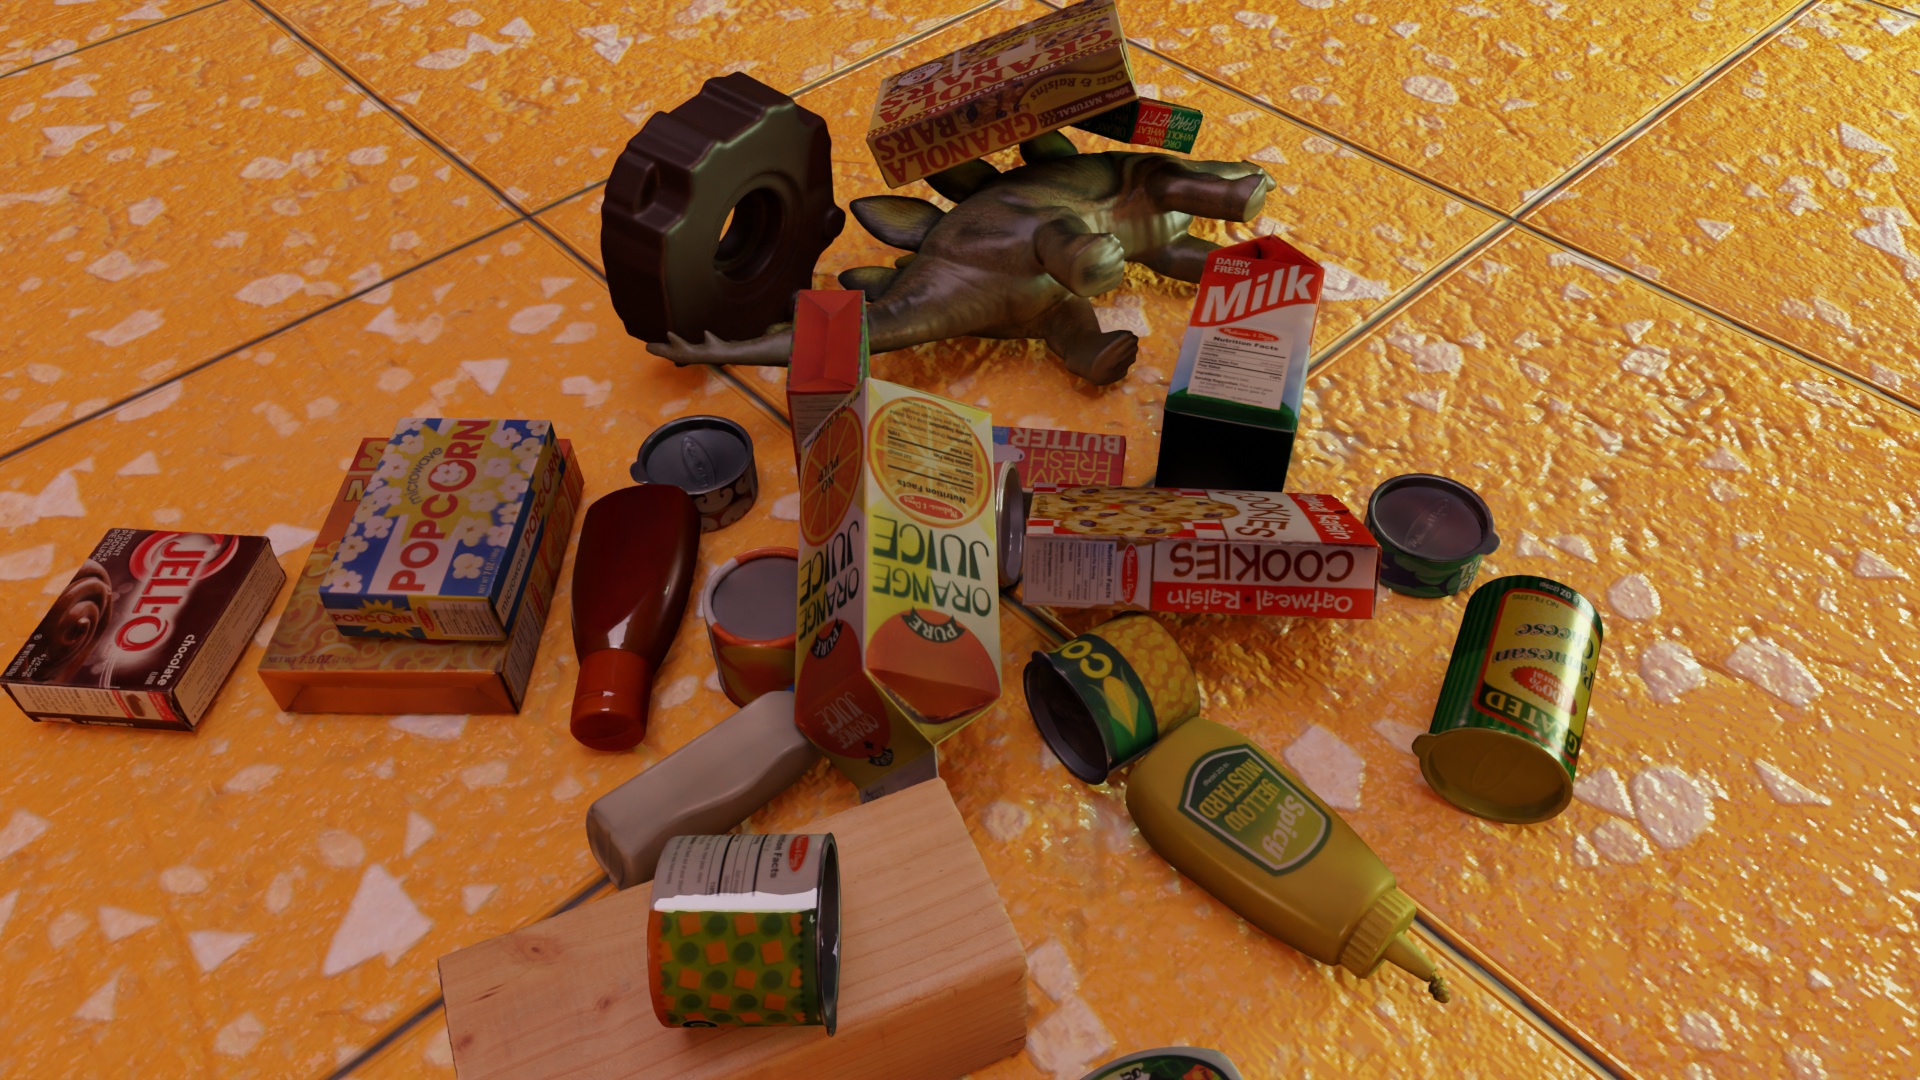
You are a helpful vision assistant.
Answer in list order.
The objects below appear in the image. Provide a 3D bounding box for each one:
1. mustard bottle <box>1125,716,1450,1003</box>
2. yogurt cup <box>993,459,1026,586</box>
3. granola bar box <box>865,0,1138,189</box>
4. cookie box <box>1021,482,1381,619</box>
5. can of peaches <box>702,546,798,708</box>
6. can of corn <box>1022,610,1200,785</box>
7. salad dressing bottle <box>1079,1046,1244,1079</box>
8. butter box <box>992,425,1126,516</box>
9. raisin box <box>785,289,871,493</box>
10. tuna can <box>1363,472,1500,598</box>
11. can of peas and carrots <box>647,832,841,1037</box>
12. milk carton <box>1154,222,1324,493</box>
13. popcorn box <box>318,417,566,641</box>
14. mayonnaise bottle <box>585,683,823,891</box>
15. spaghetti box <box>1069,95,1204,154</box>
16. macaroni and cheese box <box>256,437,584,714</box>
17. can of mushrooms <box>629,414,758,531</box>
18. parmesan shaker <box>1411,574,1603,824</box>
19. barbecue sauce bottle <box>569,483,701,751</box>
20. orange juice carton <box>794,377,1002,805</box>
[{"bbox_3d":[0.148,0.144,0.611,0.065,0.048,0.160,-38,56,-25],"label":"mustard bottle"},{"bbox_3d":[0.003,-0.009,0.750,0.054,0.072,0.073,0,46,13],"label":"yogurt cup"},{"bbox_3d":[0.027,-0.289,0.890,0.165,0.039,0.125,-17,33,13],"label":"granola bar box"},{"bbox_3d":[0.118,0.002,0.710,0.167,0.040,0.123,2,14,4],"label":"cookie box"},{"bbox_3d":[-0.092,0.045,0.704,0.071,0.057,0.071,-1,47,1],"label":"can of peaches"},{"bbox_3d":[0.072,0.072,0.666,0.058,0.070,0.071,-27,52,-22],"label":"can of corn"},{"bbox_3d":[0.041,0.241,0.527,0.148,0.043,0.064,-16,47,-13],"label":"salad dressing bottle"},{"bbox_3d":[0.042,-0.039,0.802,0.103,0.024,0.053,5,48,6],"label":"butter box"},{"bbox_3d":[-0.069,-0.063,0.760,0.040,0.122,0.086,-2,47,0],"label":"raisin box"},{"bbox_3d":[0.254,-0.002,0.755,0.071,0.032,0.071,-1,47,1],"label":"tuna can"},{"bbox_3d":[-0.074,0.139,0.489,0.059,0.070,0.071,-1,47,1],"label":"can of peas and carrots"},{"bbox_3d":[0.171,-0.109,0.832,0.073,0.072,0.191,11,49,12],"label":"milk carton"},{"bbox_3d":[-0.263,-0.008,0.716,0.085,0.038,0.127,1,48,3],"label":"popcorn box"},{"bbox_3d":[-0.102,0.104,0.649,0.149,0.064,0.041,-33,70,-31],"label":"mayonnaise bottle"},{"bbox_3d":[0.078,-0.303,0.960,0.050,0.028,0.251,1,23,-27],"label":"spaghetti box"},{"bbox_3d":[-0.284,0.015,0.750,0.124,0.040,0.167,1,47,1],"label":"macaroni and cheese box"},{"bbox_3d":[-0.153,-0.038,0.801,0.071,0.033,0.071,0,47,1],"label":"can of mushrooms"},{"bbox_3d":[0.262,0.072,0.662,0.071,0.071,0.103,18,50,18],"label":"parmesan shaker"},{"bbox_3d":[-0.174,0.038,0.723,0.065,0.043,0.149,-12,47,11],"label":"barbecue sauce bottle"},{"bbox_3d":[-0.030,0.028,0.648,0.073,0.071,0.193,14,59,-28],"label":"orange juice carton"}]
